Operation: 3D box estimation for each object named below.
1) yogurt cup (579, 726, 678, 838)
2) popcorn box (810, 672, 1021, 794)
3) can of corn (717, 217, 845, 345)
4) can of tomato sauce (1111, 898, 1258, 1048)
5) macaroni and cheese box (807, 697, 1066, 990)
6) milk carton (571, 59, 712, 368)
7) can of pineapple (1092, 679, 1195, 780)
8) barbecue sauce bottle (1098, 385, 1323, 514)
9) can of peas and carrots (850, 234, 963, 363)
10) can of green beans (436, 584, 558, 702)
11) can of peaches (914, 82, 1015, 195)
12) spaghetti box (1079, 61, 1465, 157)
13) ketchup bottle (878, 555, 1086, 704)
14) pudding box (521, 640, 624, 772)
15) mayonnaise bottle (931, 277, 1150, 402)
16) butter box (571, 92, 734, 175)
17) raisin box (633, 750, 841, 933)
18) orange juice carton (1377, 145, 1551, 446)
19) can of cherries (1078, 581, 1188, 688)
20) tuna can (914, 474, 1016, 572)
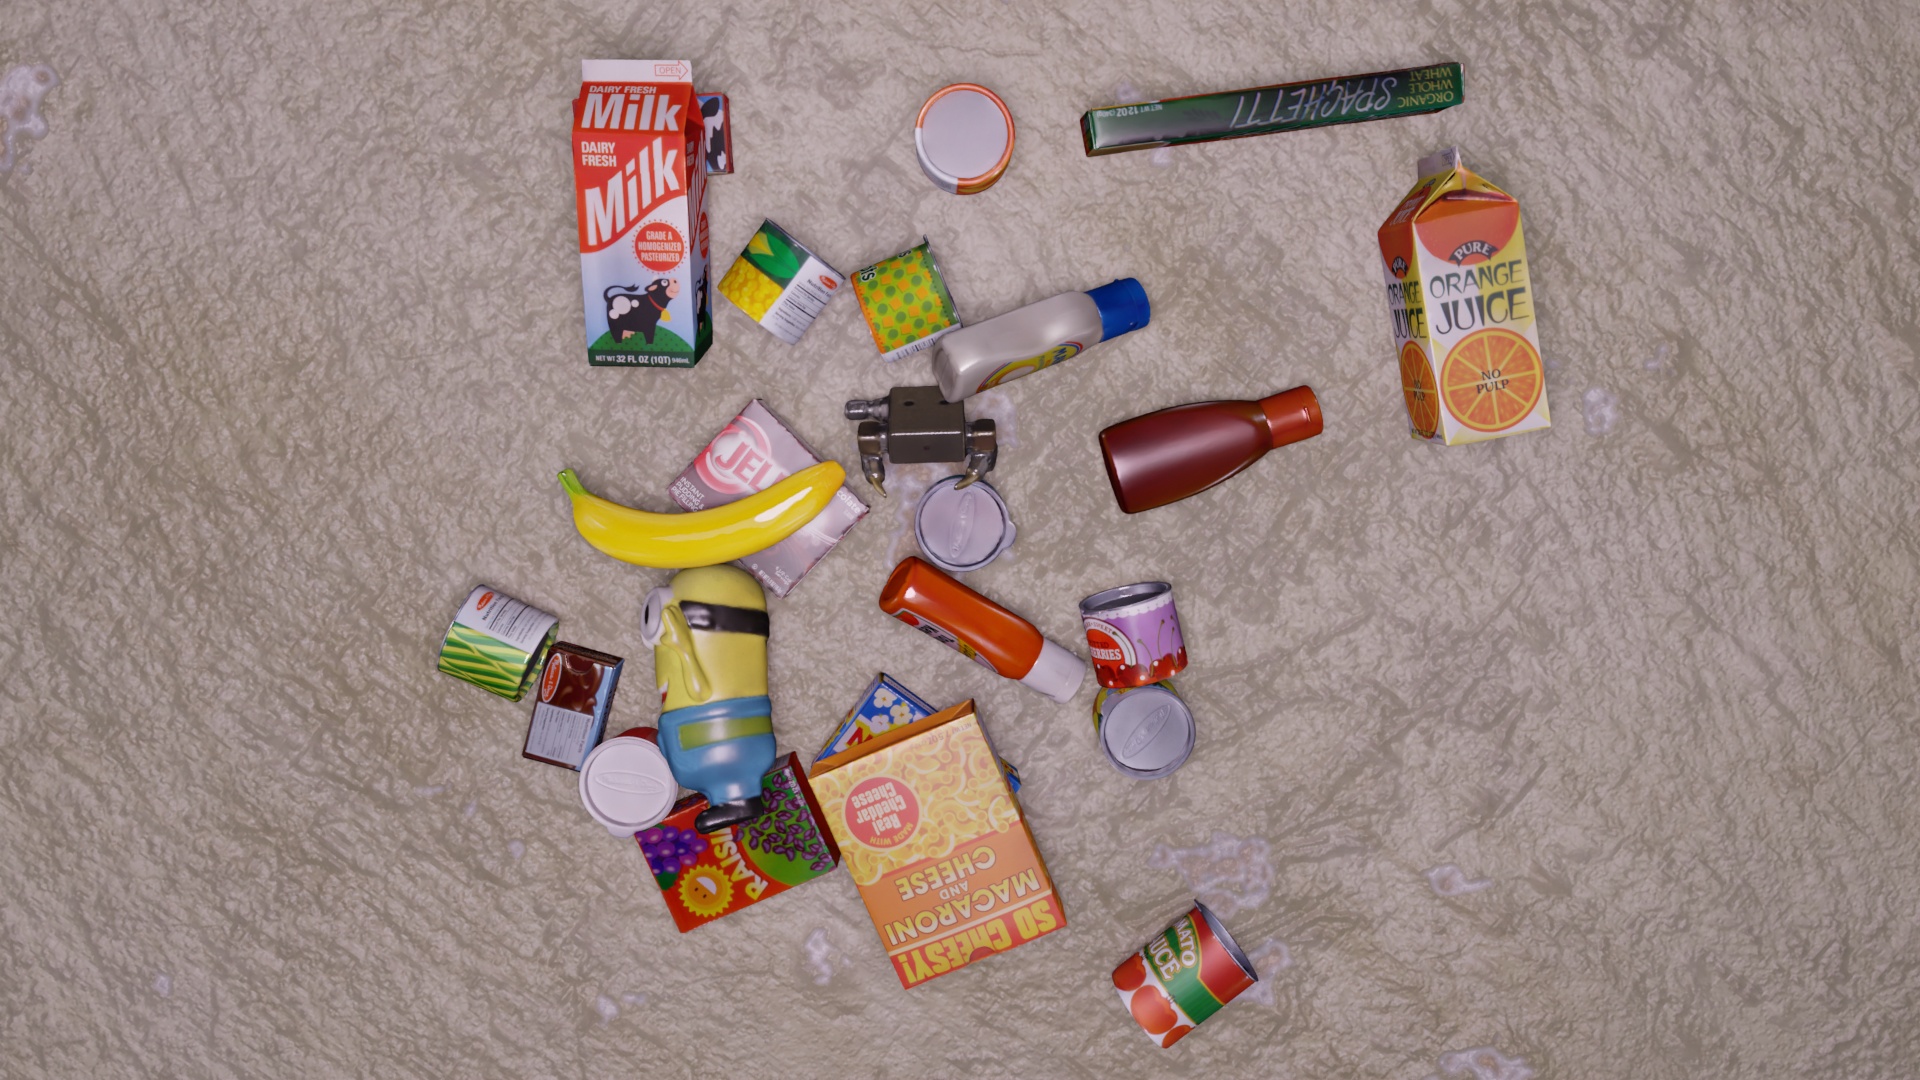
[{"bbox_3d":[-0.229,0.165,0.982,0.072,0.054,0.072,0,98,-1],"label":"yogurt cup"},{"bbox_3d":[-0.032,0.165,0.992,0.126,0.038,0.085,37,95,-5],"label":"popcorn box"},{"bbox_3d":[-0.122,-0.175,0.934,0.071,0.071,0.058,37,96,-5],"label":"can of corn"},{"bbox_3d":[0.159,0.312,0.999,0.083,0.071,0.071,-39,96,5],"label":"can of tomato sauce"},{"bbox_3d":[-0.015,0.210,0.957,0.124,0.040,0.166,-23,97,4],"label":"macaroni and cheese box"},{"bbox_3d":[-0.205,-0.213,0.903,0.072,0.074,0.189,1,111,0],"label":"milk carton"},{"bbox_3d":[0.127,0.127,0.979,0.071,0.058,0.071,0,98,-1],"label":"can of pineapple"},{"bbox_3d":[0.174,-0.068,0.961,0.148,0.044,0.064,-18,98,1],"label":"barbecue sauce bottle"},{"bbox_3d":[-0.036,-0.162,0.935,0.059,0.071,0.071,-22,97,3],"label":"can of peas and carrots"},{"bbox_3d":[-0.319,0.072,0.963,0.058,0.071,0.071,24,97,-4],"label":"can of green beans"},{"bbox_3d":[0.004,-0.268,0.925,0.071,0.058,0.071,0,98,0],"label":"can of peaches"},{"bbox_3d":[0.207,-0.288,0.929,0.250,0.050,0.028,-7,100,0],"label":"spaghetti box"},{"bbox_3d":[0.018,0.064,0.970,0.149,0.064,0.043,30,79,-13],"label":"ketchup bottle"},{"bbox_3d":[-0.275,0.118,0.987,0.050,0.030,0.083,16,97,-2],"label":"pudding box"},{"bbox_3d":[0.055,-0.138,0.935,0.148,0.064,0.041,-21,79,-14],"label":"mayonnaise bottle"},{"bbox_3d":[-0.208,-0.273,0.939,0.103,0.024,0.053,-2,99,0],"label":"butter box"},{"bbox_3d":[-0.160,0.216,0.997,0.123,0.040,0.086,-23,98,1],"label":"raisin box"},{"bbox_3d":[0.335,-0.165,0.936,0.073,0.072,0.192,-12,98,0],"label":"orange juice carton"},{"bbox_3d":[0.118,0.066,0.965,0.071,0.071,0.058,-14,99,1],"label":"can of cherries"},{"bbox_3d":[0.003,-0.012,0.972,0.071,0.033,0.071,0,98,-1],"label":"tuna can"}]
